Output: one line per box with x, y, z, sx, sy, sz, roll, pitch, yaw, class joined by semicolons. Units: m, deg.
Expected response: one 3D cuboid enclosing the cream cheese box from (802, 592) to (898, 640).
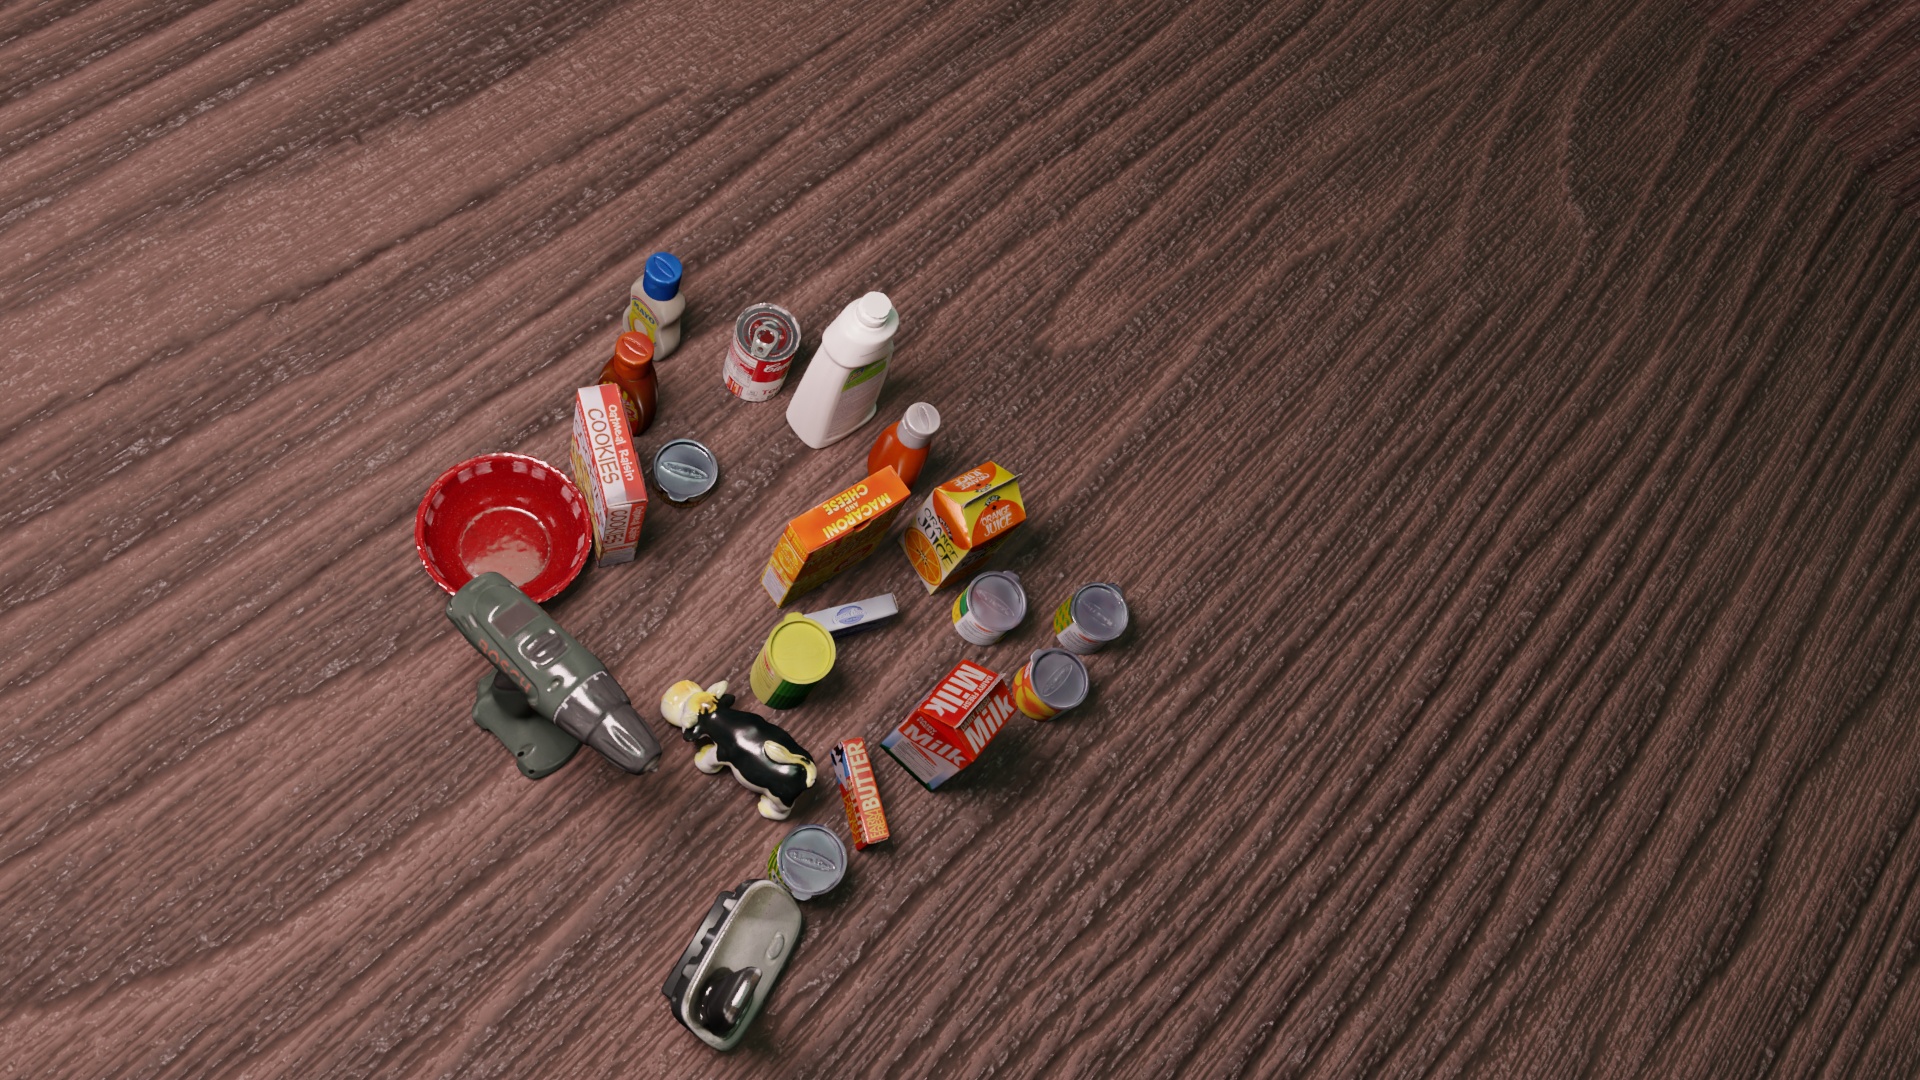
-0.119;0.083;1.420;0.104;0.053;0.024;-14;74;-23;cream cheese box

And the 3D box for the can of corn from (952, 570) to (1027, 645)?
0.031;0.071;1.472;0.071;0.058;0.071;7;67;-16;can of corn

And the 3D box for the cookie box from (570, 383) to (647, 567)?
-0.341;-0.060;1.341;0.040;0.166;0.123;-12;73;-22;cookie box

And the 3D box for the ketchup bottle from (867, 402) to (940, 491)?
-0.059;-0.097;1.459;0.044;0.148;0.065;-12;74;-22;ketchup bottle

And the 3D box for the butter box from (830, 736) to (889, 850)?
-0.099;0.248;1.360;0.024;0.053;0.104;-11;73;-22;butter box

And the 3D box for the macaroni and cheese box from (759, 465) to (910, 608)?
-0.127;-0.001;1.388;0.124;0.165;0.040;-31;82;-26;macaroni and cheese box

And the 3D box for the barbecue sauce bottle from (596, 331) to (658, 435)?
-0.332;-0.160;1.395;0.065;0.148;0.044;35;63;-2;barbecue sauce bottle

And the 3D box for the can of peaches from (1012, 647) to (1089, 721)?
0.093;0.150;1.460;0.071;0.057;0.071;7;67;-16;can of peaches

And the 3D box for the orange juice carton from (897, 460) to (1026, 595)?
0.005;-0.018;1.424;0.072;0.192;0.073;-27;80;-25;orange juice carton

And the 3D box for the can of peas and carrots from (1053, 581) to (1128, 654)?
0.141;0.083;1.503;0.071;0.058;0.071;7;67;-16;can of peas and carrots

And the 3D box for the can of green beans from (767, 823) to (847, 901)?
-0.146;0.307;1.318;0.071;0.057;0.071;7;67;-16;can of green beans

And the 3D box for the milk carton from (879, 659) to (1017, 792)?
-0.008;0.176;1.342;0.073;0.189;0.072;43;63;2;milk carton

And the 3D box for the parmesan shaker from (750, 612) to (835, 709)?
-0.166;0.119;1.362;0.071;0.102;0.071;7;67;-16;parmesan shaker

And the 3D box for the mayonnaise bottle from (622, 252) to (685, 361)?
-0.314;-0.244;1.435;0.065;0.147;0.041;45;63;3;mayonnaise bottle

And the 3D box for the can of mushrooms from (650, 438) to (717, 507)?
-0.287;-0.067;1.437;0.071;0.033;0.071;7;67;-16;can of mushrooms
